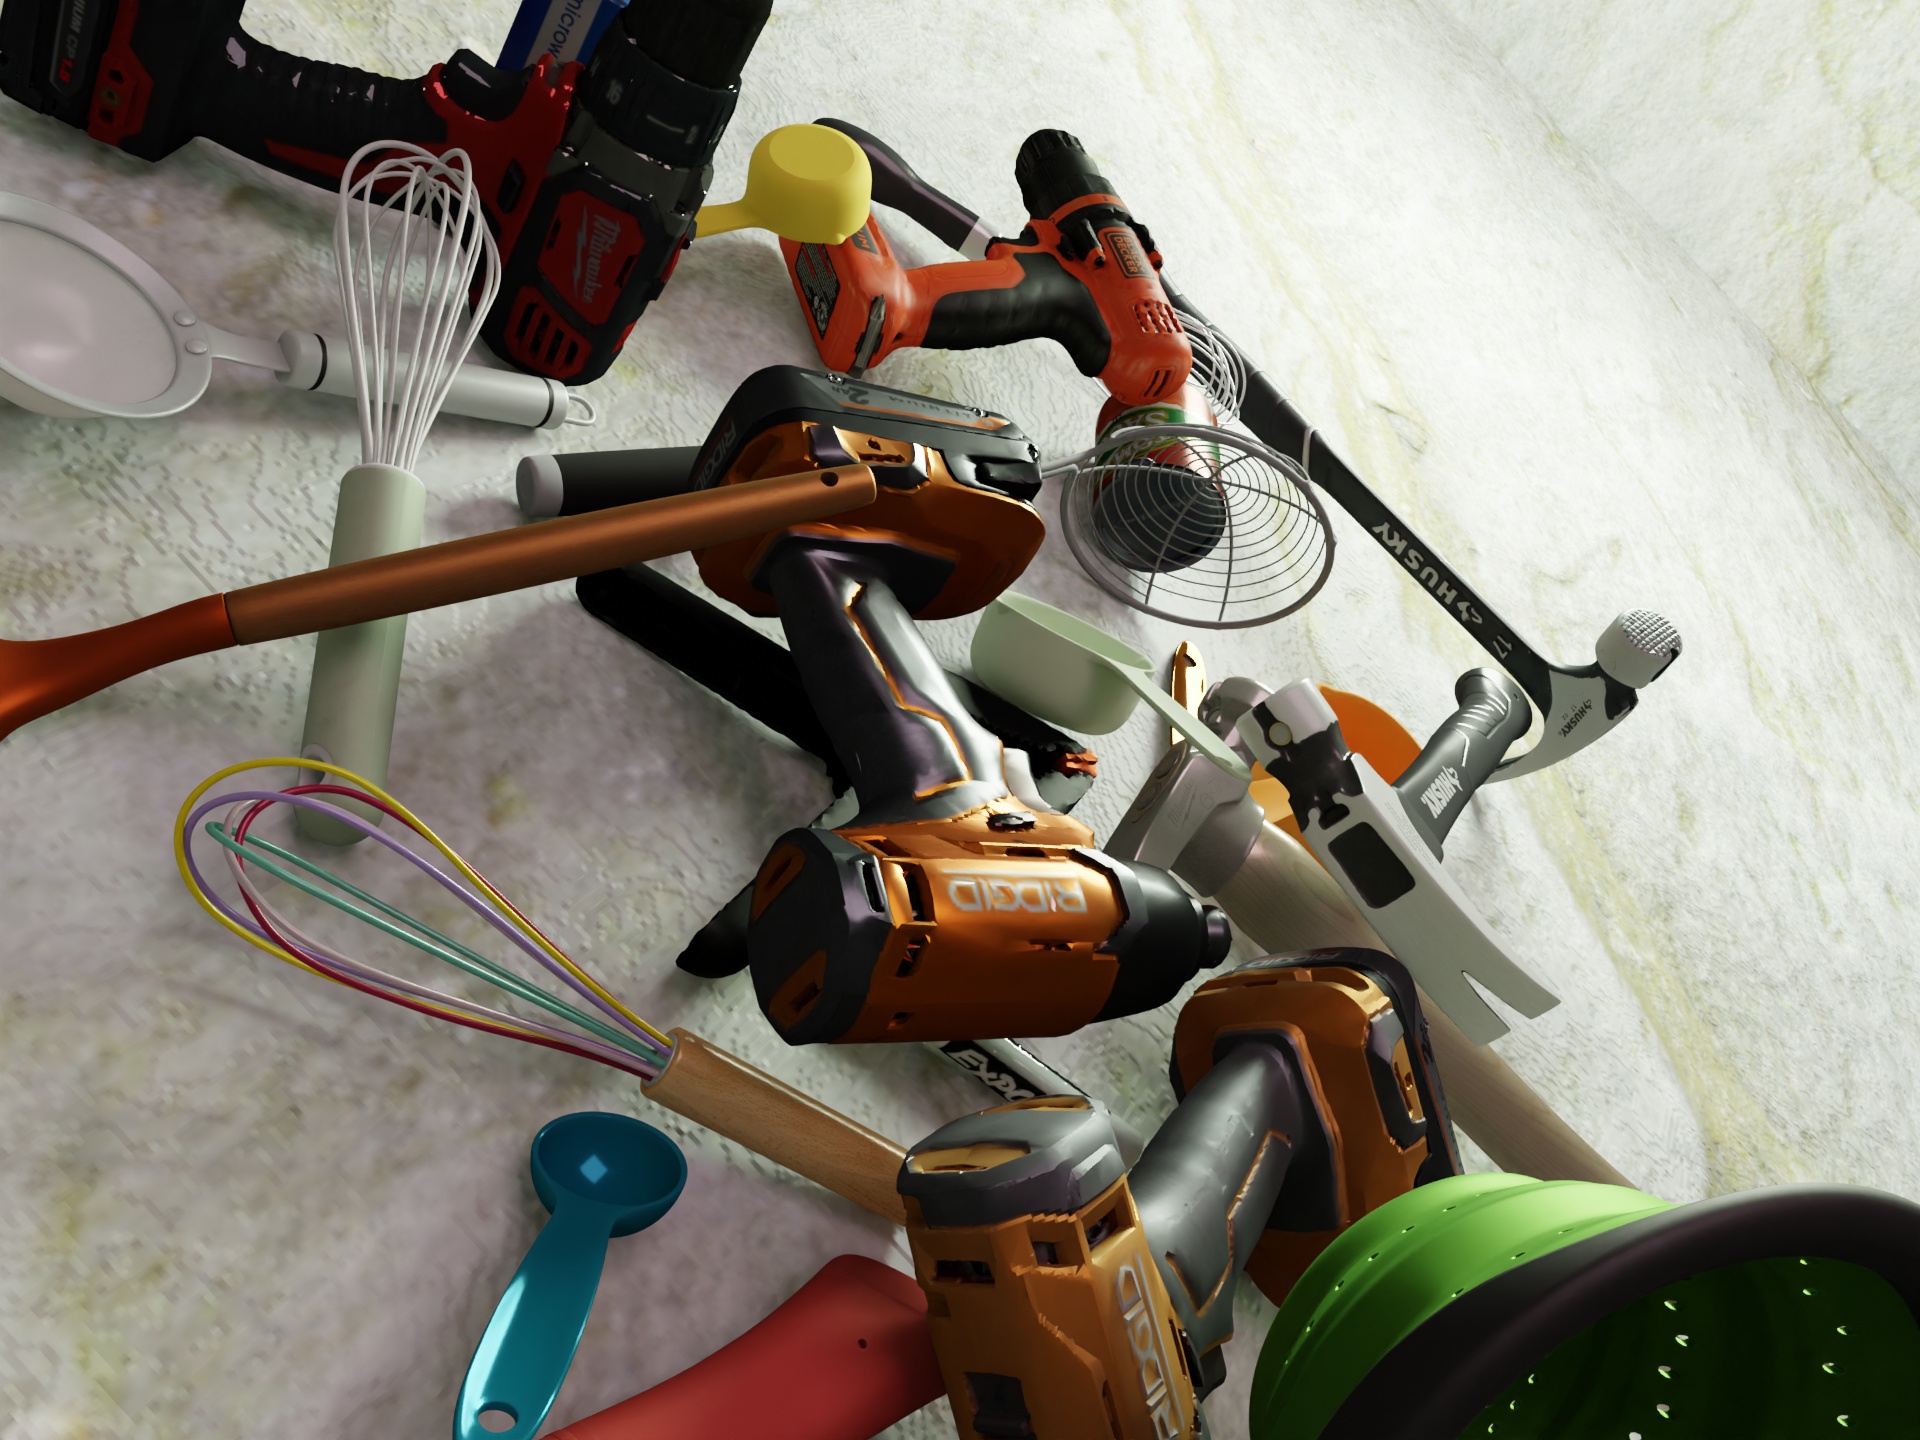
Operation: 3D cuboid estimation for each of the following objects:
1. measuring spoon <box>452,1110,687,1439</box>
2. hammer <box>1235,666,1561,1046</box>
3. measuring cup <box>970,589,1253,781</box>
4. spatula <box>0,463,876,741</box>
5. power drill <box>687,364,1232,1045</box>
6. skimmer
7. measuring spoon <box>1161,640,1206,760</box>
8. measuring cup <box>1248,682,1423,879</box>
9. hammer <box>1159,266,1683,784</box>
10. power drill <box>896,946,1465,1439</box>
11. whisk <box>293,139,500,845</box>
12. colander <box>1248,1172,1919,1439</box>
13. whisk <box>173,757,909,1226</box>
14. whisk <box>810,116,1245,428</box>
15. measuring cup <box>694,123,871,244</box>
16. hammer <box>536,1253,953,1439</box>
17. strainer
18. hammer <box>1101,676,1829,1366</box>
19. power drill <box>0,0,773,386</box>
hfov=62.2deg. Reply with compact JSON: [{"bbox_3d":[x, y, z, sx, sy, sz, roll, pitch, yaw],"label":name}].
[{"bbox_3d":[-0.098,0.139,0.386,0.042,0.021,0.129,17,18,-3],"label":"measuring spoon"},{"bbox_3d":[0.216,0.026,0.693,0.146,0.035,0.335,56,27,7],"label":"hammer"},{"bbox_3d":[0.059,-0.003,0.630,0.083,0.038,0.168,18,17,-33],"label":"measuring cup"},{"bbox_3d":[-0.173,-0.037,0.430,0.322,0.041,0.081,-15,64,-19],"label":"spatula"},{"bbox_3d":[-0.001,-0.002,0.530,0.164,0.084,0.227,6,54,-32],"label":"power drill"},{"bbox_3d":[0.002,-0.075,0.663,0.363,0.127,0.090,-7,71,-35],"label":"skimmer"},{"bbox_3d":[0.104,-0.003,0.752,0.021,0.011,0.117,36,35,-14],"label":"measuring spoon"},{"bbox_3d":[0.142,0.042,0.714,0.173,0.052,0.095,-12,66,-37],"label":"measuring cup"},{"bbox_3d":[0.213,-0.135,0.905,0.036,0.149,0.409,-26,65,-30],"label":"hammer"},{"bbox_3d":[0.081,0.180,0.483,0.226,0.084,0.185,-17,93,-52],"label":"power drill"},{"bbox_3d":[-0.177,-0.079,0.492,0.059,0.058,0.246,27,55,-48],"label":"whisk"},{"bbox_3d":[0.062,0.204,0.358,0.397,0.204,0.095,-19,23,-14],"label":"colander"},{"bbox_3d":[-0.100,0.083,0.444,0.244,0.051,0.047,34,66,-22],"label":"whisk"},{"bbox_3d":[0.038,-0.245,0.877,0.284,0.070,0.070,32,39,-9],"label":"whisk"},{"bbox_3d":[-0.110,-0.230,0.695,0.156,0.029,0.062,-19,61,-25],"label":"measuring cup"},{"bbox_3d":[-0.130,0.196,0.322,0.359,0.036,0.149,-5,60,-45],"label":"hammer"},{"bbox_3d":[-0.225,-0.117,0.521,0.258,0.050,0.087,0,56,-50],"label":"strainer"},{"bbox_3d":[0.218,0.168,0.659,0.410,0.038,0.146,42,61,-12],"label":"hammer"},{"bbox_3d":[-0.188,-0.237,0.550,0.226,0.187,0.080,25,38,-20],"label":"power drill"}]
